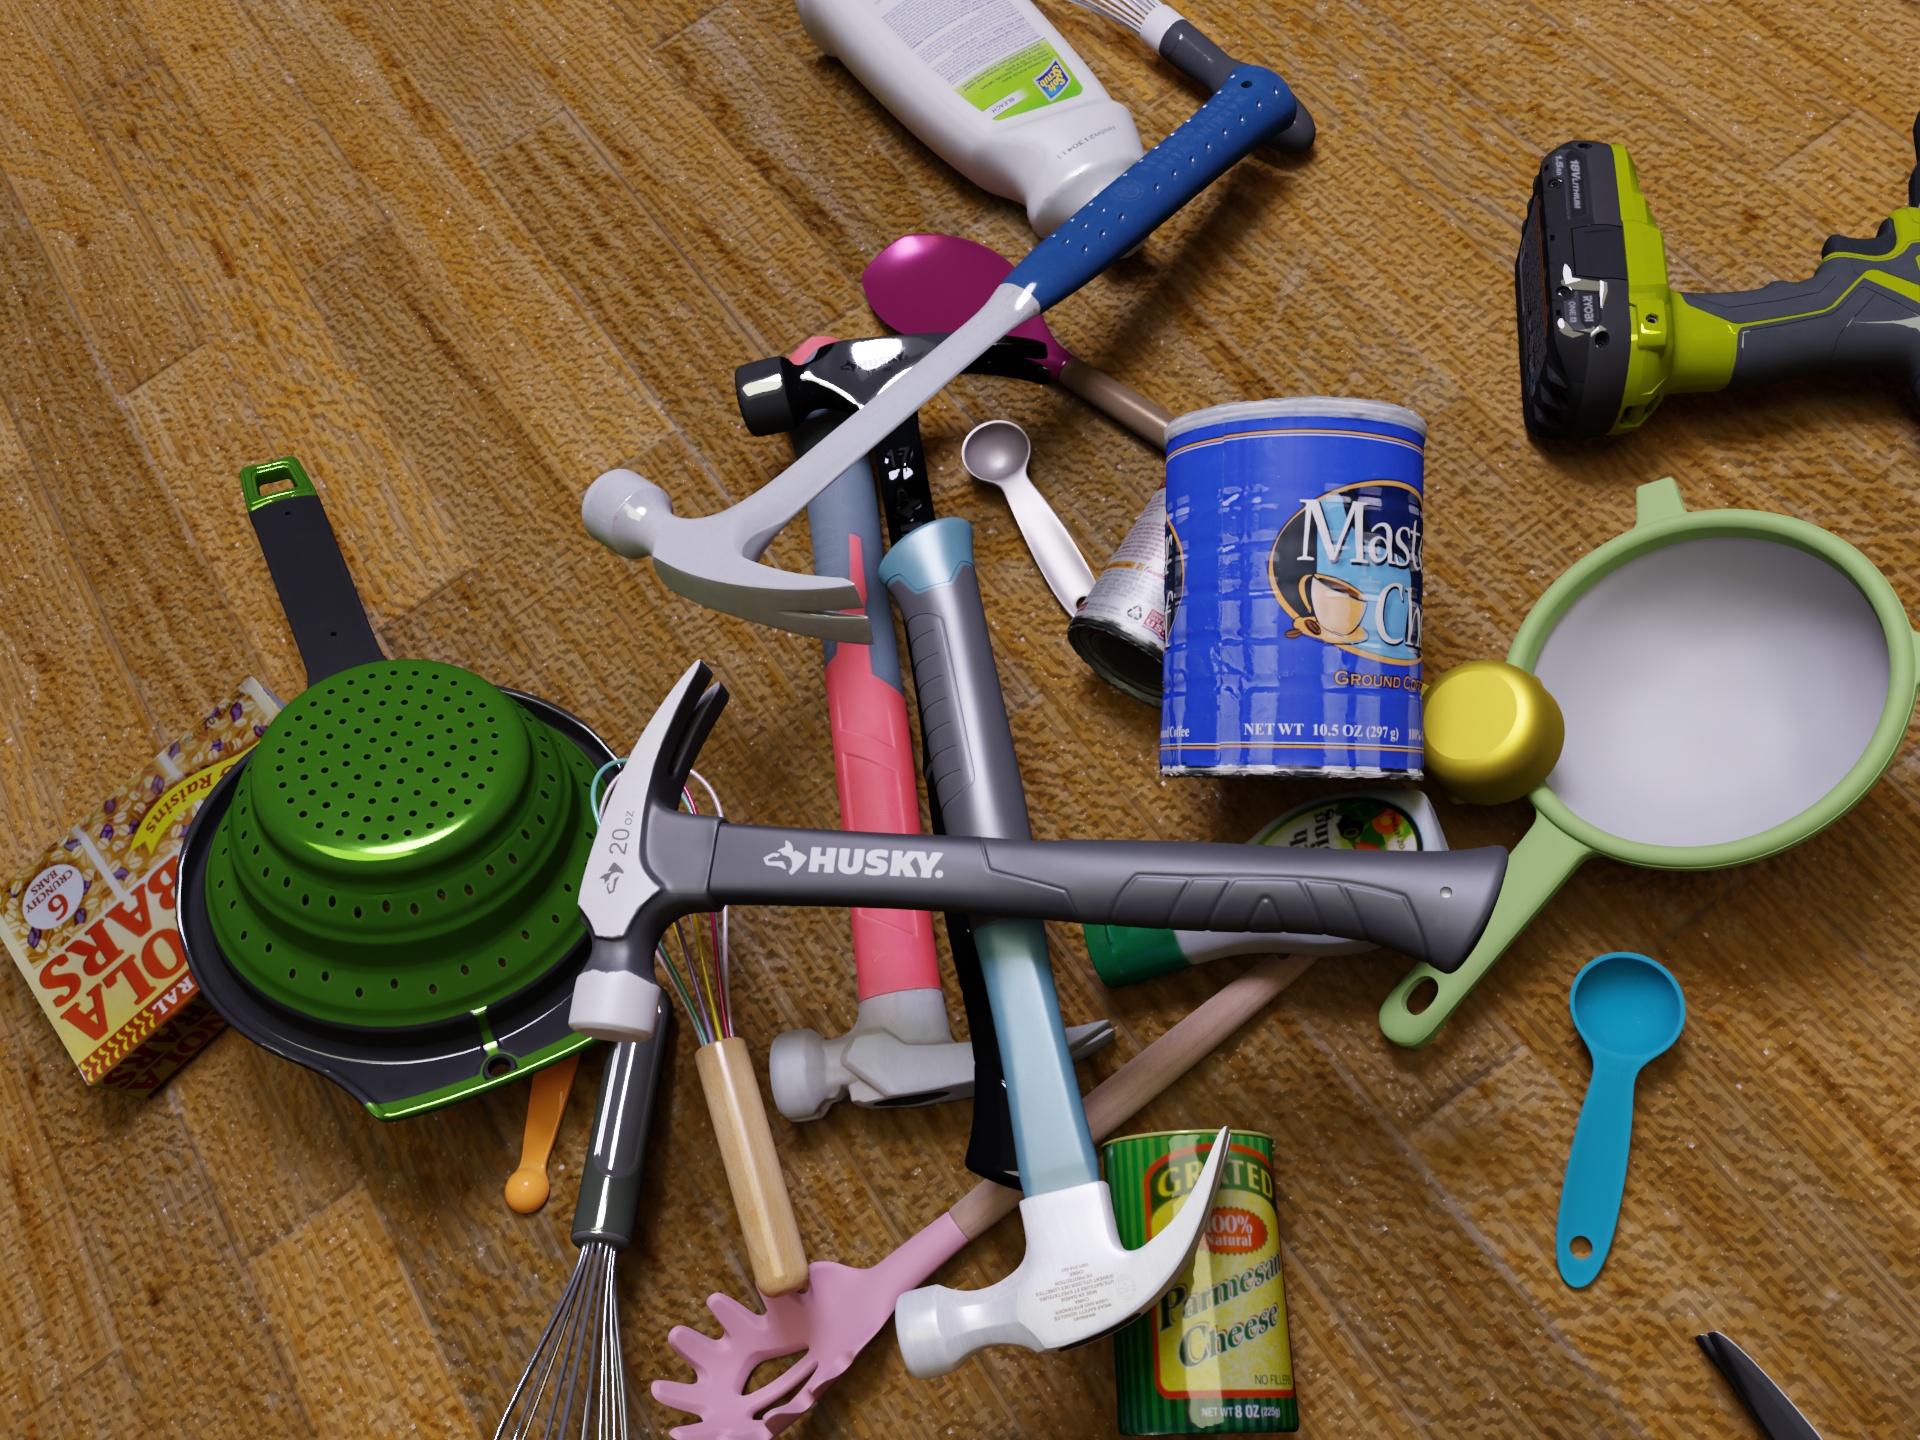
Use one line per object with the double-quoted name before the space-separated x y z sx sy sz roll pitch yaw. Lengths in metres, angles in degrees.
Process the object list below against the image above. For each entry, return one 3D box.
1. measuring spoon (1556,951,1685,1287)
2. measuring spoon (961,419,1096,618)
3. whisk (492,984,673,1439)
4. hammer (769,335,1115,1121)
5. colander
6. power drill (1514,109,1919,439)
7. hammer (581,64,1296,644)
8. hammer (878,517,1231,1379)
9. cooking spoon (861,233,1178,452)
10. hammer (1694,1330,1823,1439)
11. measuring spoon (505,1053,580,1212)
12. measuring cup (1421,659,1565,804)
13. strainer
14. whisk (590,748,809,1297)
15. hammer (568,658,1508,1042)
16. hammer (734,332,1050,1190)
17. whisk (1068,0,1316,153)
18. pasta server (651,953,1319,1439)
"measuring spoon" 0.249 0.154 0.616 0.042 0.021 0.129 12 79 17
"measuring spoon" 0.038 -0.092 0.771 0.034 0.018 0.124 -27 71 -1
"whisk" -0.145 0.216 0.635 0.057 0.059 0.247 11 53 -9
"hammer" -0.030 -0.019 0.737 0.143 0.038 0.387 -11 65 6
"colander" -0.277 -0.017 0.728 0.204 0.094 0.398 -20 56 -22
"power drill" 0.375 -0.205 0.713 0.228 0.080 0.191 1 67 10
"hammer" 0.024 -0.182 0.719 0.144 0.035 0.405 31 63 32
"hammer" 0.014 0.067 0.614 0.128 0.033 0.331 -14 65 5
"cooking spoon" 0.073 -0.161 0.789 0.319 0.017 0.069 38 75 24
"hammer" 0.155 0.339 0.540 0.337 0.034 0.127 -27 65 -1
"measuring spoon" -0.182 0.158 0.705 0.021 0.011 0.117 2 67 13
"measuring cup" 0.179 -0.018 0.671 0.157 0.029 0.062 34 91 43
"strainer" 0.267 0.038 0.639 0.256 0.069 0.152 -52 45 8
"whisk" -0.106 0.114 0.658 0.047 0.051 0.245 -36 61 30
"hammer" 0.024 0.052 0.581 0.335 0.035 0.146 1 68 13
"hammer" -0.001 -0.002 0.686 0.149 0.036 0.409 -12 65 2
"whisk" 0.089 -0.394 0.871 0.070 0.070 0.285 -40 70 -7
"pasta server" 0.018 0.182 0.637 0.316 0.040 0.060 -37 42 -7
